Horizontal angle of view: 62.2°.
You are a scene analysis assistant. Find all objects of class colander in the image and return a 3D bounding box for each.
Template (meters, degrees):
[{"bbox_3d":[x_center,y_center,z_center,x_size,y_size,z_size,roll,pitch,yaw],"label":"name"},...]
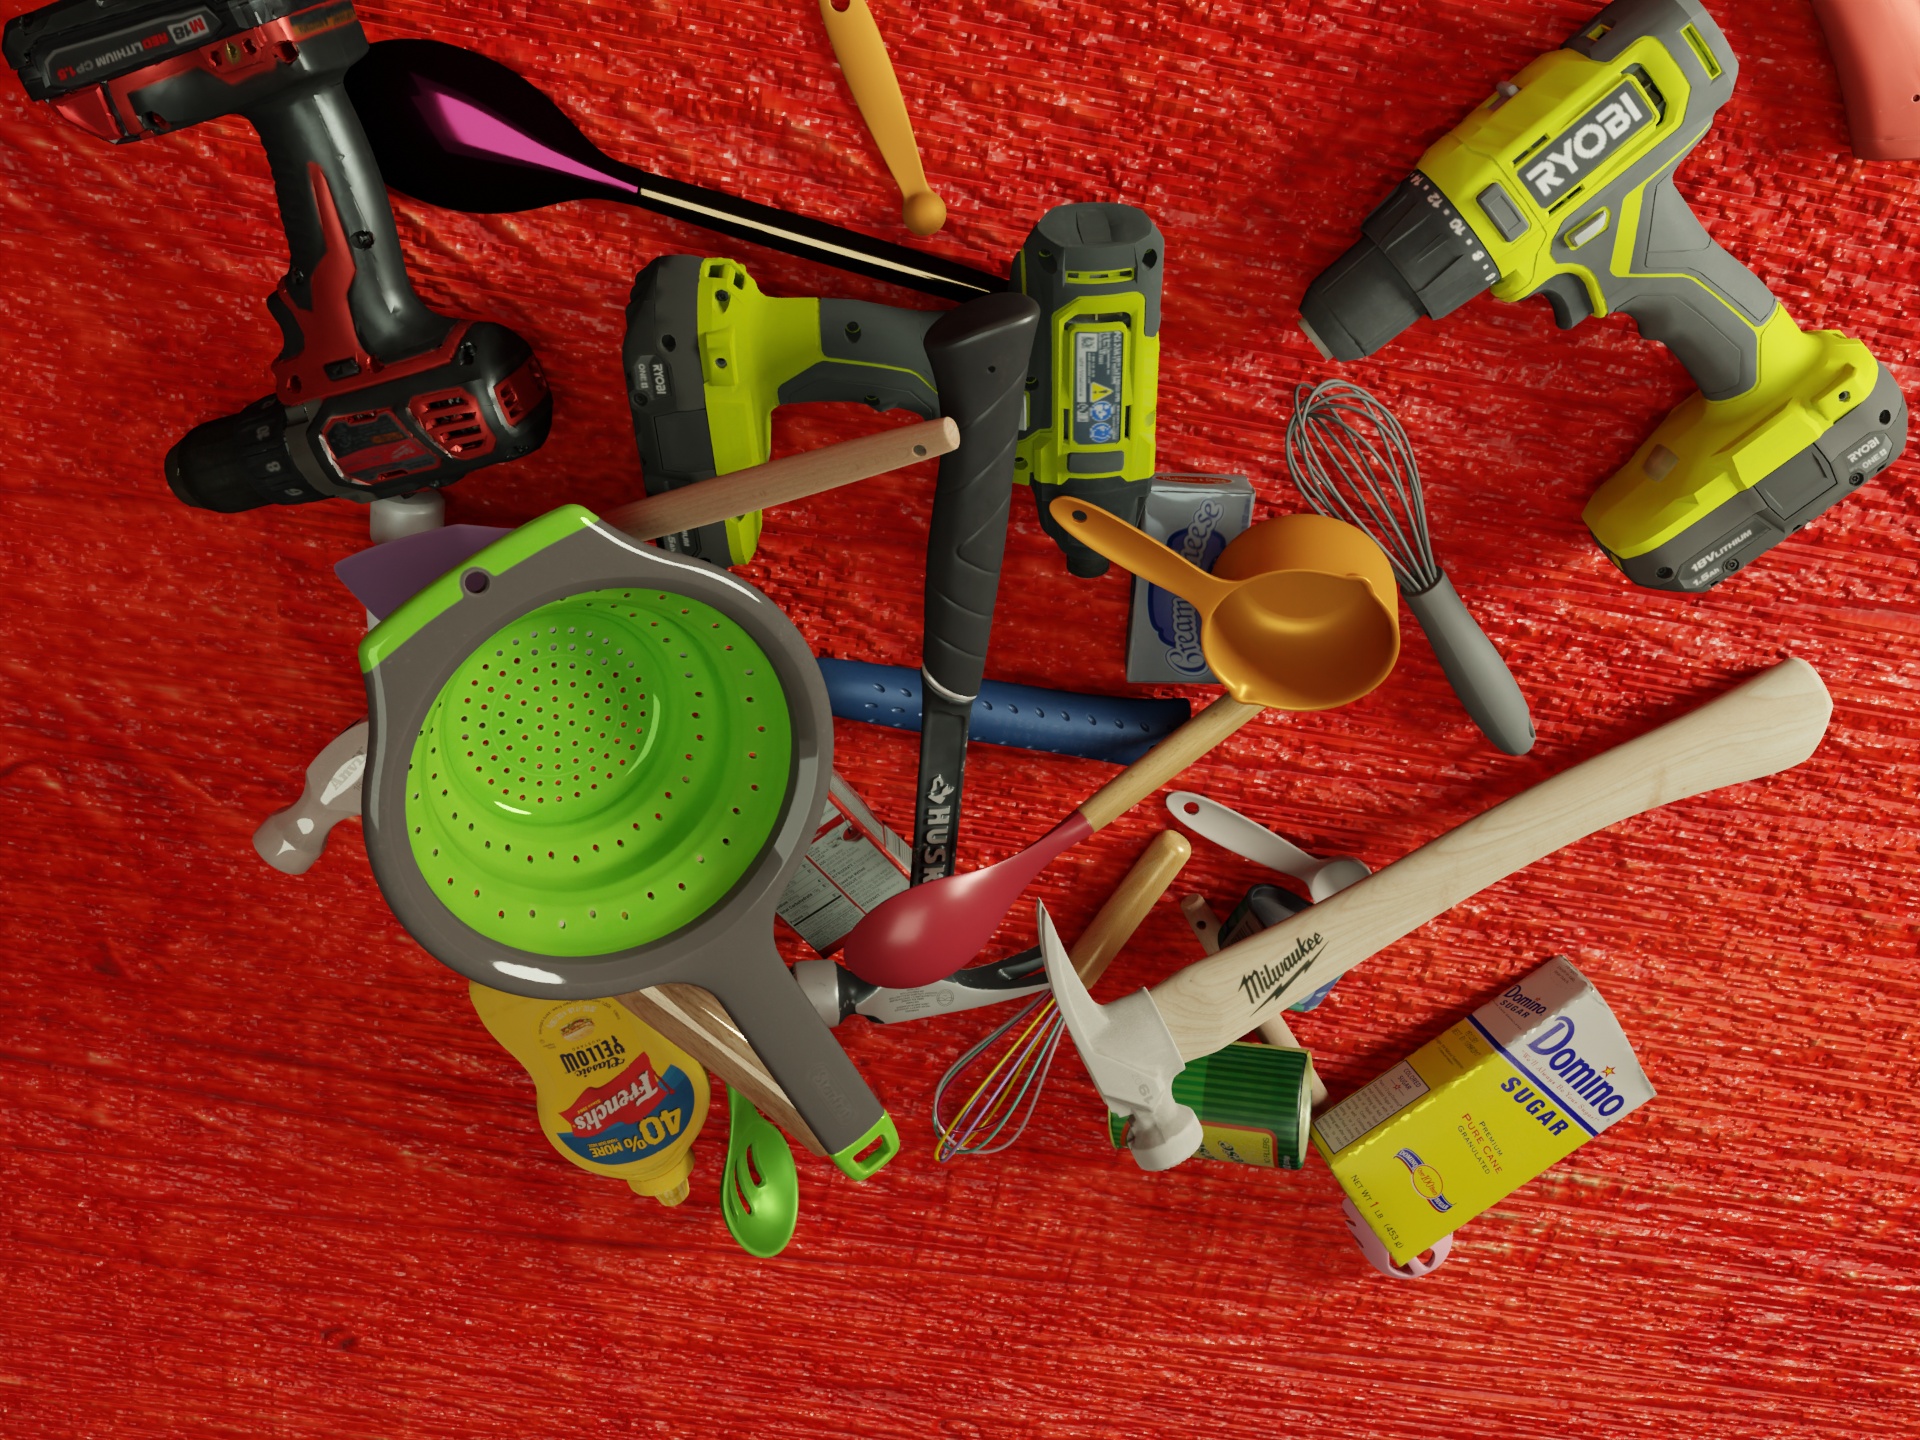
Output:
[{"bbox_3d":[-0.135,0.074,0.750,0.204,0.095,0.396,-37,124,-14],"label":"colander"}]

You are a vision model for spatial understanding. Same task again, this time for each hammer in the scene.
[{"bbox_3d":[-0.001,-0.002,0.742,0.149,0.036,0.408,-2,129,-10],"label":"hammer"},{"bbox_3d":[0.239,0.067,0.791,0.410,0.038,0.146,-27,99,-1],"label":"hammer"},{"bbox_3d":[-0.181,0.114,0.805,0.331,0.031,0.130,41,101,-16],"label":"hammer"},{"bbox_3d":[0.310,-0.372,0.608,0.149,0.037,0.358,-36,112,17],"label":"hammer"},{"bbox_3d":[-0.089,-0.016,0.794,0.405,0.035,0.144,9,117,-5],"label":"hammer"}]

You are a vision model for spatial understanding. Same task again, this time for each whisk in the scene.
[{"bbox_3d":[0.222,-0.067,0.765,0.055,0.055,0.238,-32,118,15],"label":"whisk"},{"bbox_3d":[0.053,0.157,0.887,0.047,0.051,0.245,20,113,-34],"label":"whisk"}]

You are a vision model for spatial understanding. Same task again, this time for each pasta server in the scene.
[{"bbox_3d":[0.207,0.219,0.925,0.060,0.040,0.316,-28,110,14],"label":"pasta server"}]

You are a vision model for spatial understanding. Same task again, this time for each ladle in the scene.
[{"bbox_3d":[0.080,0.033,0.766,0.315,0.031,0.069,-36,139,-7],"label":"ladle"}]

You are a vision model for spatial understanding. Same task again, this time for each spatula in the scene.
[{"bbox_3d":[-0.141,-0.082,0.681,0.316,0.018,0.059,-12,133,26],"label":"spatula"}]

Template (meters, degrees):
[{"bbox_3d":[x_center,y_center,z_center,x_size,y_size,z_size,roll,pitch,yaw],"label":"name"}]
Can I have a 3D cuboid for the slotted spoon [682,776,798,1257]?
[{"bbox_3d":[-0.129,0.166,0.881,0.031,0.070,0.313,6,116,22],"label":"slotted spoon"}]

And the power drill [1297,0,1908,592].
[{"bbox_3d":[0.279,-0.168,0.693,0.190,0.080,0.228,-39,109,18],"label":"power drill"}]

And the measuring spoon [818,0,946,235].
[{"bbox_3d":[-0.034,-0.262,0.678,0.021,0.011,0.116,-19,116,10],"label":"measuring spoon"}]

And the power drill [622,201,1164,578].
[{"bbox_3d":[-0.025,-0.133,0.703,0.223,0.080,0.171,-2,130,0],"label":"power drill"}]

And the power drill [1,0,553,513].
[{"bbox_3d":[-0.298,-0.194,0.676,0.188,0.080,0.226,-10,121,17],"label":"power drill"}]

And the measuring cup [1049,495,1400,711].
[{"bbox_3d":[0.119,-0.071,0.720,0.173,0.052,0.095,27,136,-11],"label":"measuring cup"}]

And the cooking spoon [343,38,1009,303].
[{"bbox_3d":[-0.114,-0.225,0.694,0.319,0.017,0.068,14,120,-8],"label":"cooking spoon"}]

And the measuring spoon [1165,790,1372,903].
[{"bbox_3d":[0.165,0.065,0.852,0.124,0.018,0.034,27,115,-6],"label":"measuring spoon"}]
